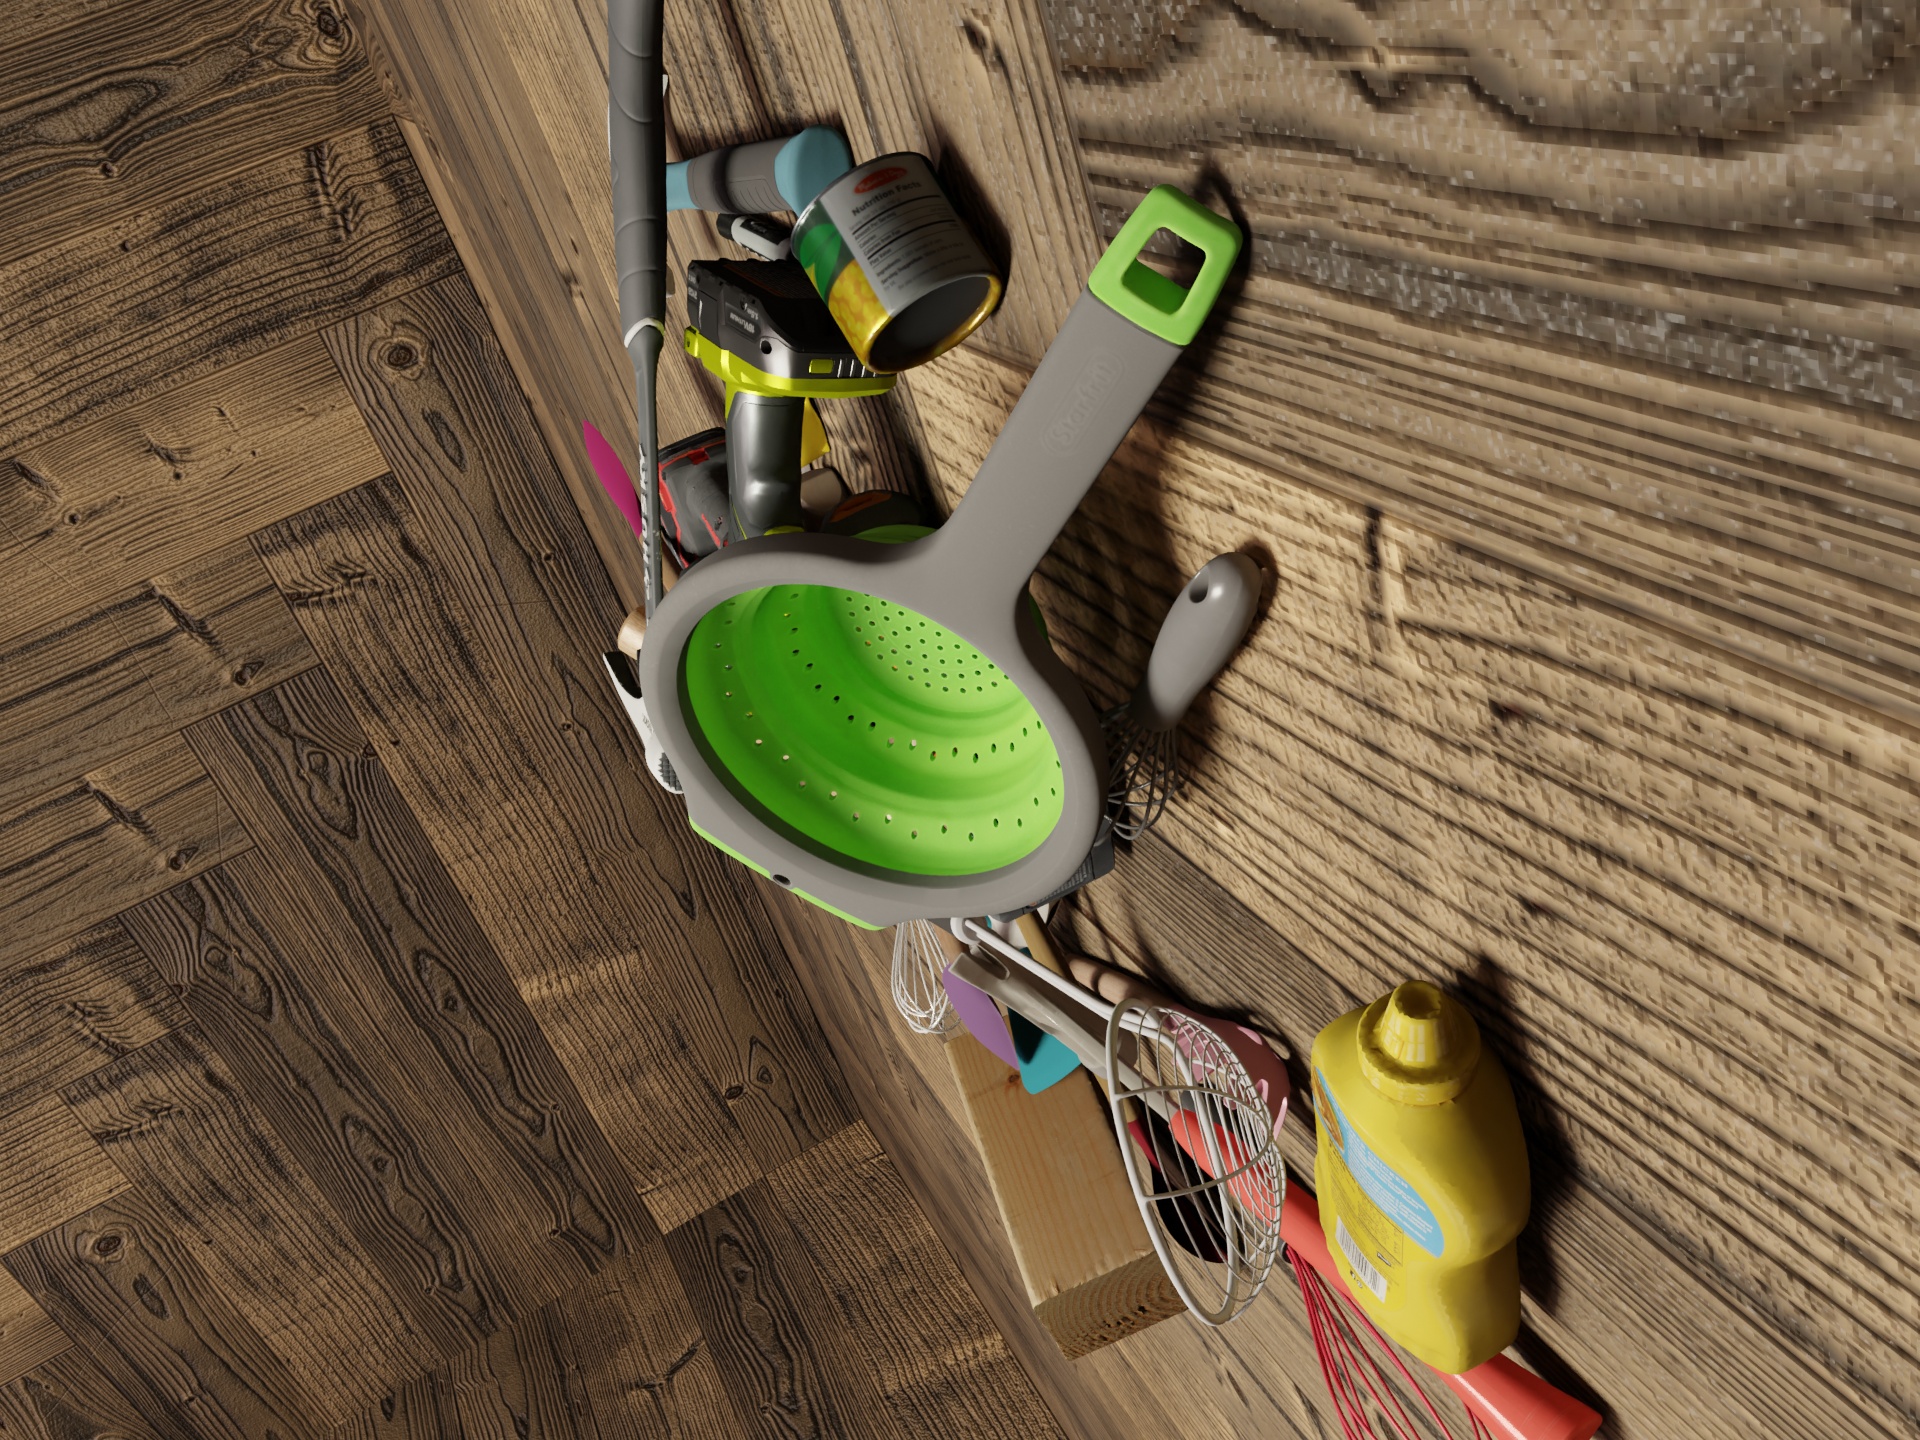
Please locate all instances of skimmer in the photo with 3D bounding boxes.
[{"bbox_3d":[0.017,0.137,0.737,0.364,0.090,0.127,26,155,53],"label":"skimmer"}]

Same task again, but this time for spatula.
[{"bbox_3d":[-0.007,0.125,0.943,0.060,0.018,0.315,32,155,32],"label":"spatula"},{"bbox_3d":[-0.021,0.102,1.065,0.317,0.044,0.082,50,134,9],"label":"spatula"}]

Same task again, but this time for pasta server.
[{"bbox_3d":[0.106,0.167,0.889,0.060,0.040,0.316,38,172,-12],"label":"pasta server"}]

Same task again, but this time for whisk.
[{"bbox_3d":[-0.041,0.142,1.251,0.057,0.059,0.247,-58,32,36],"label":"whisk"},{"bbox_3d":[0.180,0.276,0.794,0.296,0.073,0.073,-127,15,-59],"label":"whisk"},{"bbox_3d":[0.079,-0.004,0.642,0.055,0.055,0.238,58,162,16],"label":"whisk"}]

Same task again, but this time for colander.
[{"bbox_3d":[0.005,-0.060,0.624,0.204,0.095,0.397,30,138,-4],"label":"colander"}]

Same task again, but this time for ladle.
[{"bbox_3d":[0.097,0.225,0.987,0.315,0.031,0.069,62,172,-22],"label":"ladle"}]

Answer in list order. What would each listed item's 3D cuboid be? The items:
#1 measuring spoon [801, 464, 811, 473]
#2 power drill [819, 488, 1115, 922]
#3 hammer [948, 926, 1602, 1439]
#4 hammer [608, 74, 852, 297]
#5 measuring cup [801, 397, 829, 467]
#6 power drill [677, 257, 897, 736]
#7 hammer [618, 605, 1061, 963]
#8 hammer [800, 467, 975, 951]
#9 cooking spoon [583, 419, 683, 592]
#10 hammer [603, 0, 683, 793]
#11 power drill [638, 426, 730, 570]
[{"bbox_3d":[-0.118,-0.201,1.042,0.034,0.018,0.124,54,164,31],"label":"measuring spoon"},{"bbox_3d":[-0.001,-0.003,0.873,0.227,0.084,0.164,57,167,38],"label":"power drill"},{"bbox_3d":[0.136,0.215,0.748,0.149,0.037,0.359,41,175,-41],"label":"hammer"},{"bbox_3d":[-0.133,-0.287,0.853,0.331,0.033,0.128,30,130,59],"label":"hammer"},{"bbox_3d":[-0.108,-0.203,0.960,0.062,0.029,0.156,46,161,12],"label":"measuring cup"},{"bbox_3d":[-0.085,-0.103,0.802,0.191,0.080,0.228,42,133,52],"label":"power drill"},{"bbox_3d":[-0.079,0.030,1.001,0.331,0.031,0.130,35,127,8],"label":"hammer"},{"bbox_3d":[-0.032,0.016,1.111,0.146,0.038,0.410,37,151,63],"label":"hammer"},{"bbox_3d":[-0.213,-0.116,1.133,0.319,0.017,0.068,53,163,37],"label":"cooking spoon"},{"bbox_3d":[-0.160,-0.176,0.810,0.149,0.036,0.408,-140,48,-60],"label":"hammer"},{"bbox_3d":[-0.141,-0.102,1.085,0.220,0.078,0.143,51,162,51],"label":"power drill"}]
